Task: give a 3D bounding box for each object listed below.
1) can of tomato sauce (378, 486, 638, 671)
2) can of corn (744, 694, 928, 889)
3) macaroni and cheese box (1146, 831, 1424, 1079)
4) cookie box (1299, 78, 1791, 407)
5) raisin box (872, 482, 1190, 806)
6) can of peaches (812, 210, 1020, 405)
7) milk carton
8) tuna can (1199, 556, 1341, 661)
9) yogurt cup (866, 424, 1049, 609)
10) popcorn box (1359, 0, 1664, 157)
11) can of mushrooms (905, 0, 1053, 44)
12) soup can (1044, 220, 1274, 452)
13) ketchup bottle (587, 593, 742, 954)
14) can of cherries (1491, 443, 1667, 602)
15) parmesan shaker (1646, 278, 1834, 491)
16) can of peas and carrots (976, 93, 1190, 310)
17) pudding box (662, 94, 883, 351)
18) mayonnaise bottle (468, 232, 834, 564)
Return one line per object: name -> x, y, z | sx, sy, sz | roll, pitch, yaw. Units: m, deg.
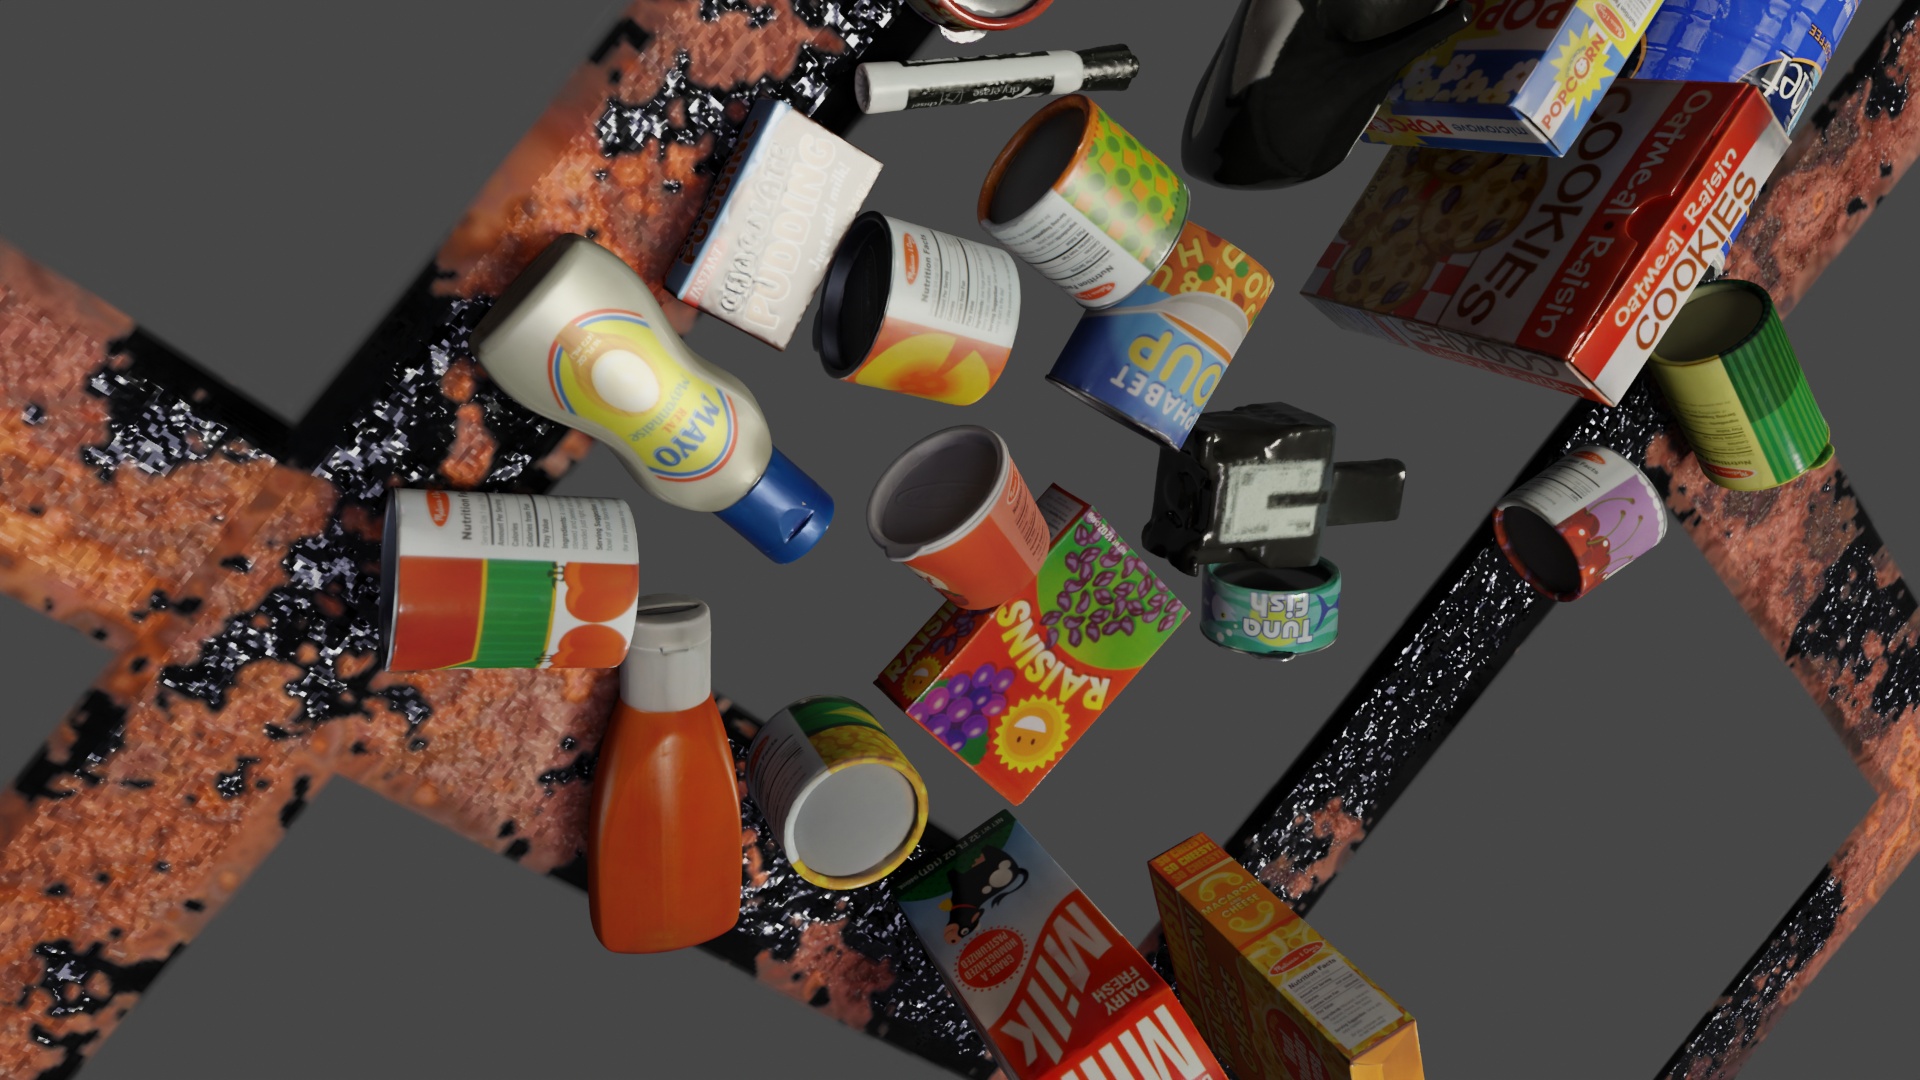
can of tomato sauce -> -0.168, 0.016, 0.515 | 0.083, 0.071, 0.071 | 2, 108, -27
can of corn -> -0.052, 0.110, 0.608 | 0.071, 0.058, 0.071 | -9, 113, -22
macaroni and cheese box -> 0.164, 0.241, 0.697 | 0.040, 0.167, 0.123 | -24, 118, -16
cookie box -> 0.238, -0.136, 0.592 | 0.040, 0.168, 0.123 | 30, 94, -30
raisin box -> 0.034, 0.048, 0.638 | 0.123, 0.040, 0.086 | -48, 122, -4
can of peaches -> -0.018, -0.090, 0.549 | 0.058, 0.071, 0.071 | 10, 104, -28
milk carton -> 0.046, 0.208, 0.614 | 0.072, 0.191, 0.073 | -31, 119, -12
tuna can -> 0.149, 0.029, 0.668 | 0.071, 0.071, 0.032 | -10, 111, -22
yogurt cup -> 0.002, -0.007, 0.589 | 0.072, 0.072, 0.053 | -44, 129, -5
popcorn box -> 0.220, -0.209, 0.581 | 0.038, 0.127, 0.085 | 29, 95, -28
can of mushrooms -> 0.008, -0.226, 0.528 | 0.071, 0.033, 0.070 | -9, 112, -23
soup can -> 0.087, -0.089, 0.594 | 0.071, 0.071, 0.083 | 27, 96, -31
ketchup bottle -> -0.123, 0.097, 0.579 | 0.065, 0.043, 0.148 | -5, 110, -25
can of cherries -> 0.330, -0.007, 0.742 | 0.058, 0.071, 0.071 | -32, 119, -11
parmesan shaker -> 0.424, -0.084, 0.757 | 0.071, 0.071, 0.103 | -46, 121, -4
can of peas and carrots -> 0.050, -0.139, 0.562 | 0.058, 0.071, 0.071 | 32, 93, -30
pudding box -> -0.072, -0.121, 0.530 | 0.049, 0.030, 0.083 | 26, 96, -30
mayonnaise bottle -> -0.110, -0.047, 0.532 | 0.065, 0.041, 0.148 | -50, 121, -3
